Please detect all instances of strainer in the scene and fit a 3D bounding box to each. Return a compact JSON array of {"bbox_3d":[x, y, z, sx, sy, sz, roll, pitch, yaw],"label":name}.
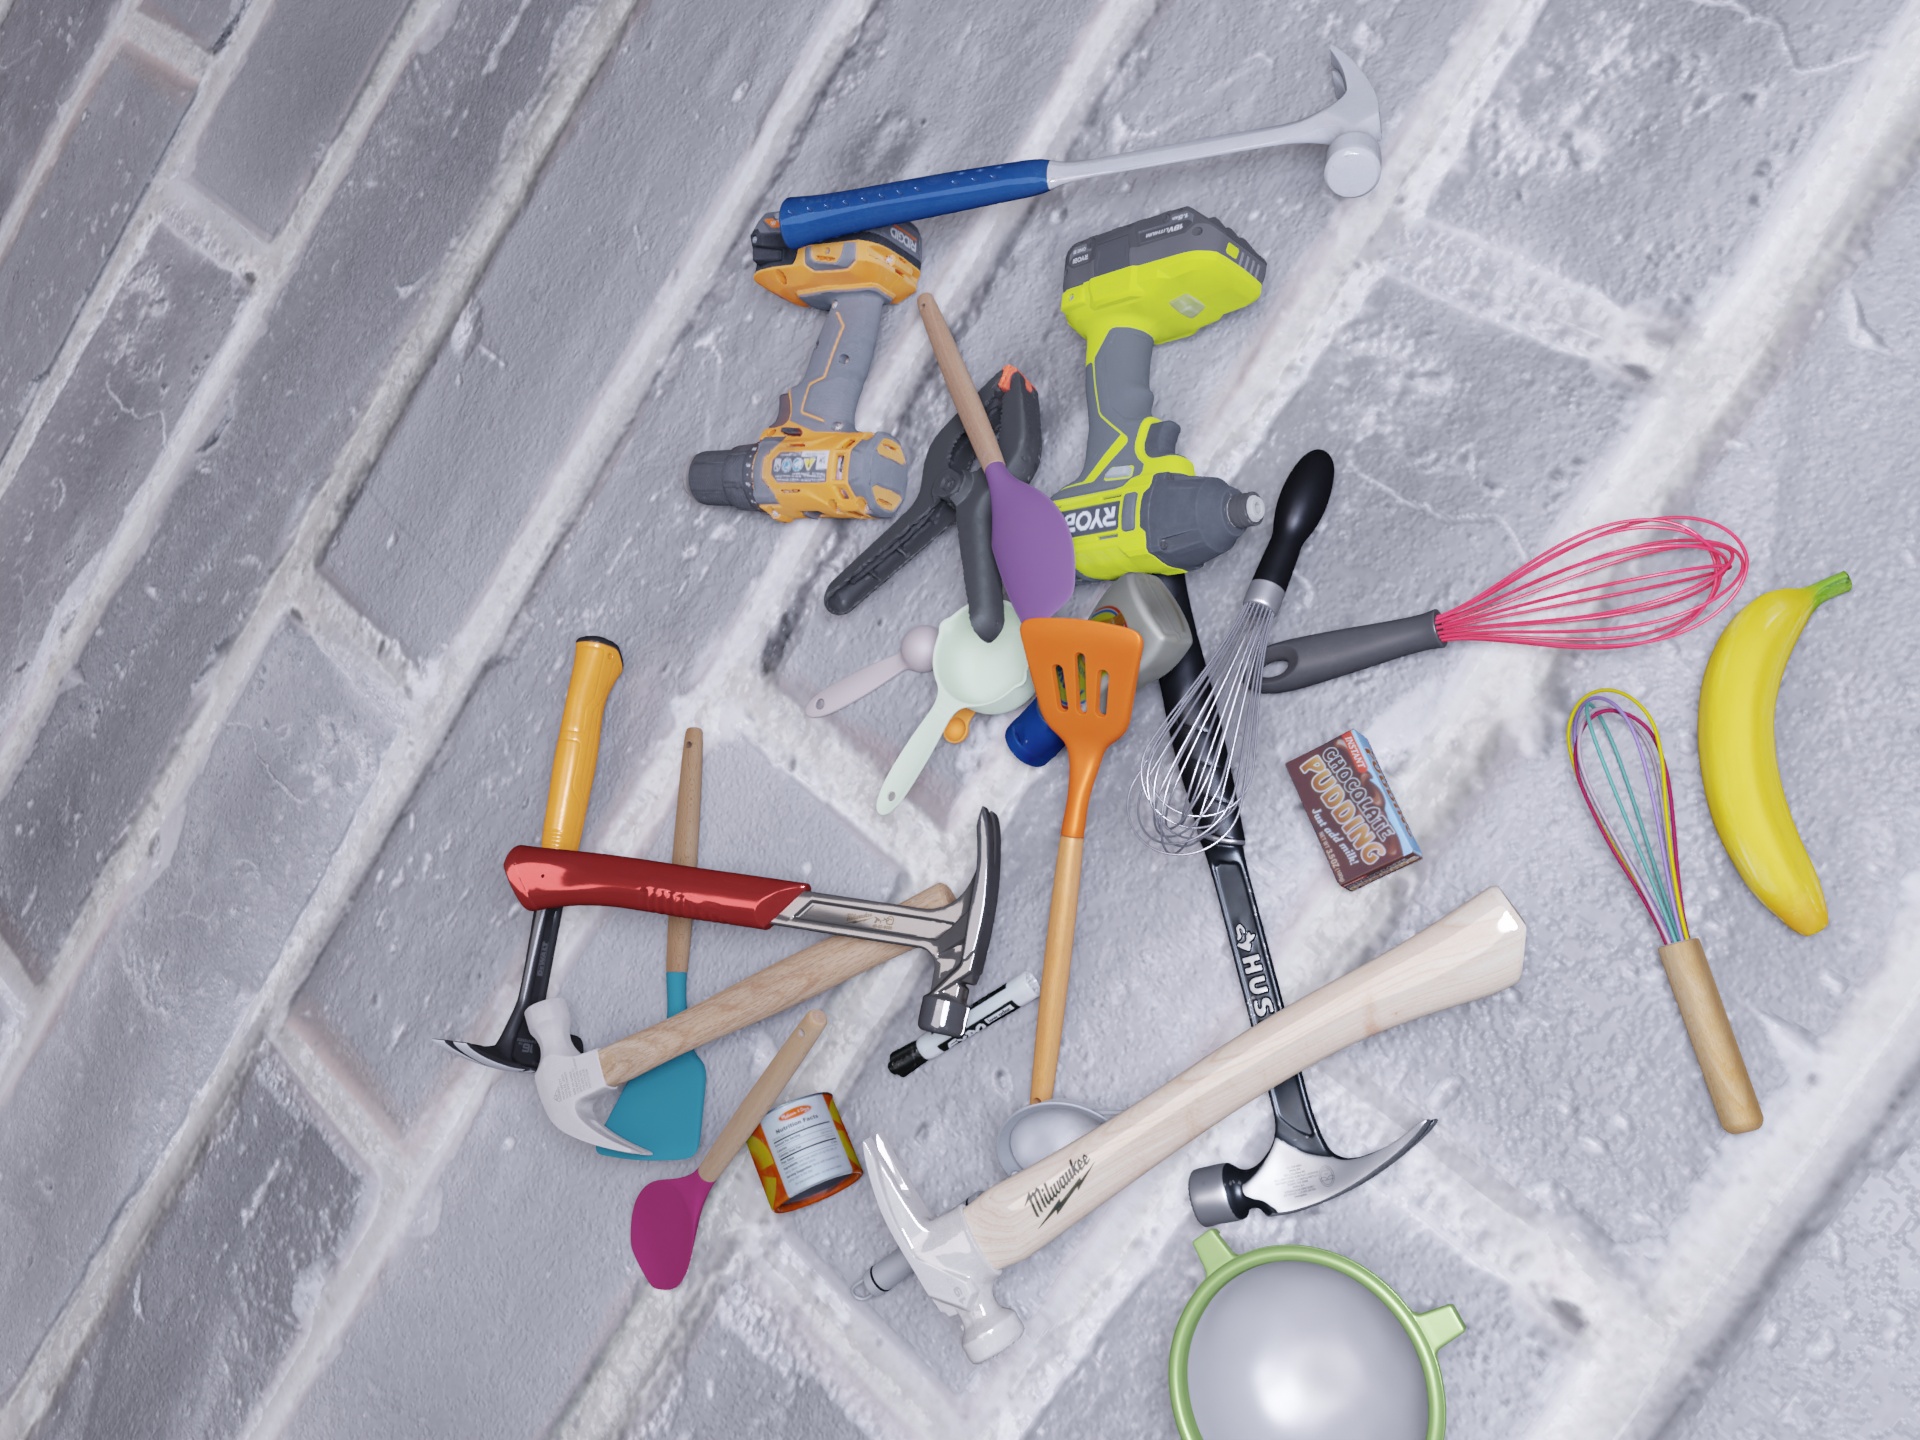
[{"bbox_3d":[0.186,0.418,0.877,0.151,0.069,0.256,9,85,28],"label":"strainer"},{"bbox_3d":[0.018,0.303,1.013,0.086,0.050,0.258,43,112,-15],"label":"strainer"}]

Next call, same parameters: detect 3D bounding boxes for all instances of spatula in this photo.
[{"bbox_3d":[-0.211,0.158,1.170,0.082,0.044,0.318,-3,76,21],"label":"spatula"},{"bbox_3d":[0.018,-0.189,1.073,0.059,0.018,0.316,-42,49,28],"label":"spatula"},{"bbox_3d":[0.064,0.097,1.000,0.081,0.041,0.322,8,95,24],"label":"spatula"}]

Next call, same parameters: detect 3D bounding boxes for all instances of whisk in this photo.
[{"bbox_3d":[0.173,-0.047,0.969,0.070,0.070,0.285,13,70,31],"label":"whisk"},{"bbox_3d":[0.381,0.097,0.854,0.047,0.051,0.245,-19,74,19],"label":"whisk"},{"bbox_3d":[0.299,-0.058,0.927,0.296,0.073,0.073,-14,73,33],"label":"whisk"}]

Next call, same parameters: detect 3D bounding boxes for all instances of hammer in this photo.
[{"bbox_3d":[-0.149,0.198,1.102,0.331,0.031,0.130,-26,67,11],"label":"hammer"},{"bbox_3d":[-0.310,0.095,1.208,0.034,0.127,0.337,-1,73,29],"label":"hammer"},{"bbox_3d":[0.072,-0.367,1.059,0.405,0.035,0.144,-4,46,19],"label":"hammer"},{"bbox_3d":[0.169,0.089,0.978,0.149,0.036,0.409,-20,70,23],"label":"hammer"},{"bbox_3d":[0.133,0.209,0.915,0.410,0.038,0.146,-35,78,14],"label":"hammer"},{"bbox_3d":[-0.150,0.113,1.088,0.359,0.036,0.149,6,77,20],"label":"hammer"}]

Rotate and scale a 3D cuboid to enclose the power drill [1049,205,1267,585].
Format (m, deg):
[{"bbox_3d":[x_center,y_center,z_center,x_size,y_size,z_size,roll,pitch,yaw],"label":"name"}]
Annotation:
[{"bbox_3d":[0.126,-0.202,1.021,0.171,0.080,0.223,-4,75,44],"label":"power drill"}]

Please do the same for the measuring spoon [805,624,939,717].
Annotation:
[{"bbox_3d":[-0.066,-0.033,1.145,0.124,0.018,0.034,-28,67,22],"label":"measuring spoon"}]

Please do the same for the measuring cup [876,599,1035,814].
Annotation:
[{"bbox_3d":[-0.002,-0.003,1.078,0.083,0.038,0.167,36,96,34],"label":"measuring cup"}]

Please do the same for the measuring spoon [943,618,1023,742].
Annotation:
[{"bbox_3d":[0.025,-0.034,1.101,0.021,0.011,0.117,34,93,34],"label":"measuring spoon"}]

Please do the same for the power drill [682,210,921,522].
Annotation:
[{"bbox_3d":[-0.121,-0.261,1.192,0.185,0.084,0.226,4,86,30],"label":"power drill"}]

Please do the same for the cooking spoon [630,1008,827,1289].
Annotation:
[{"bbox_3d":[-0.159,0.289,1.063,0.069,0.017,0.318,53,130,25],"label":"cooking spoon"}]
